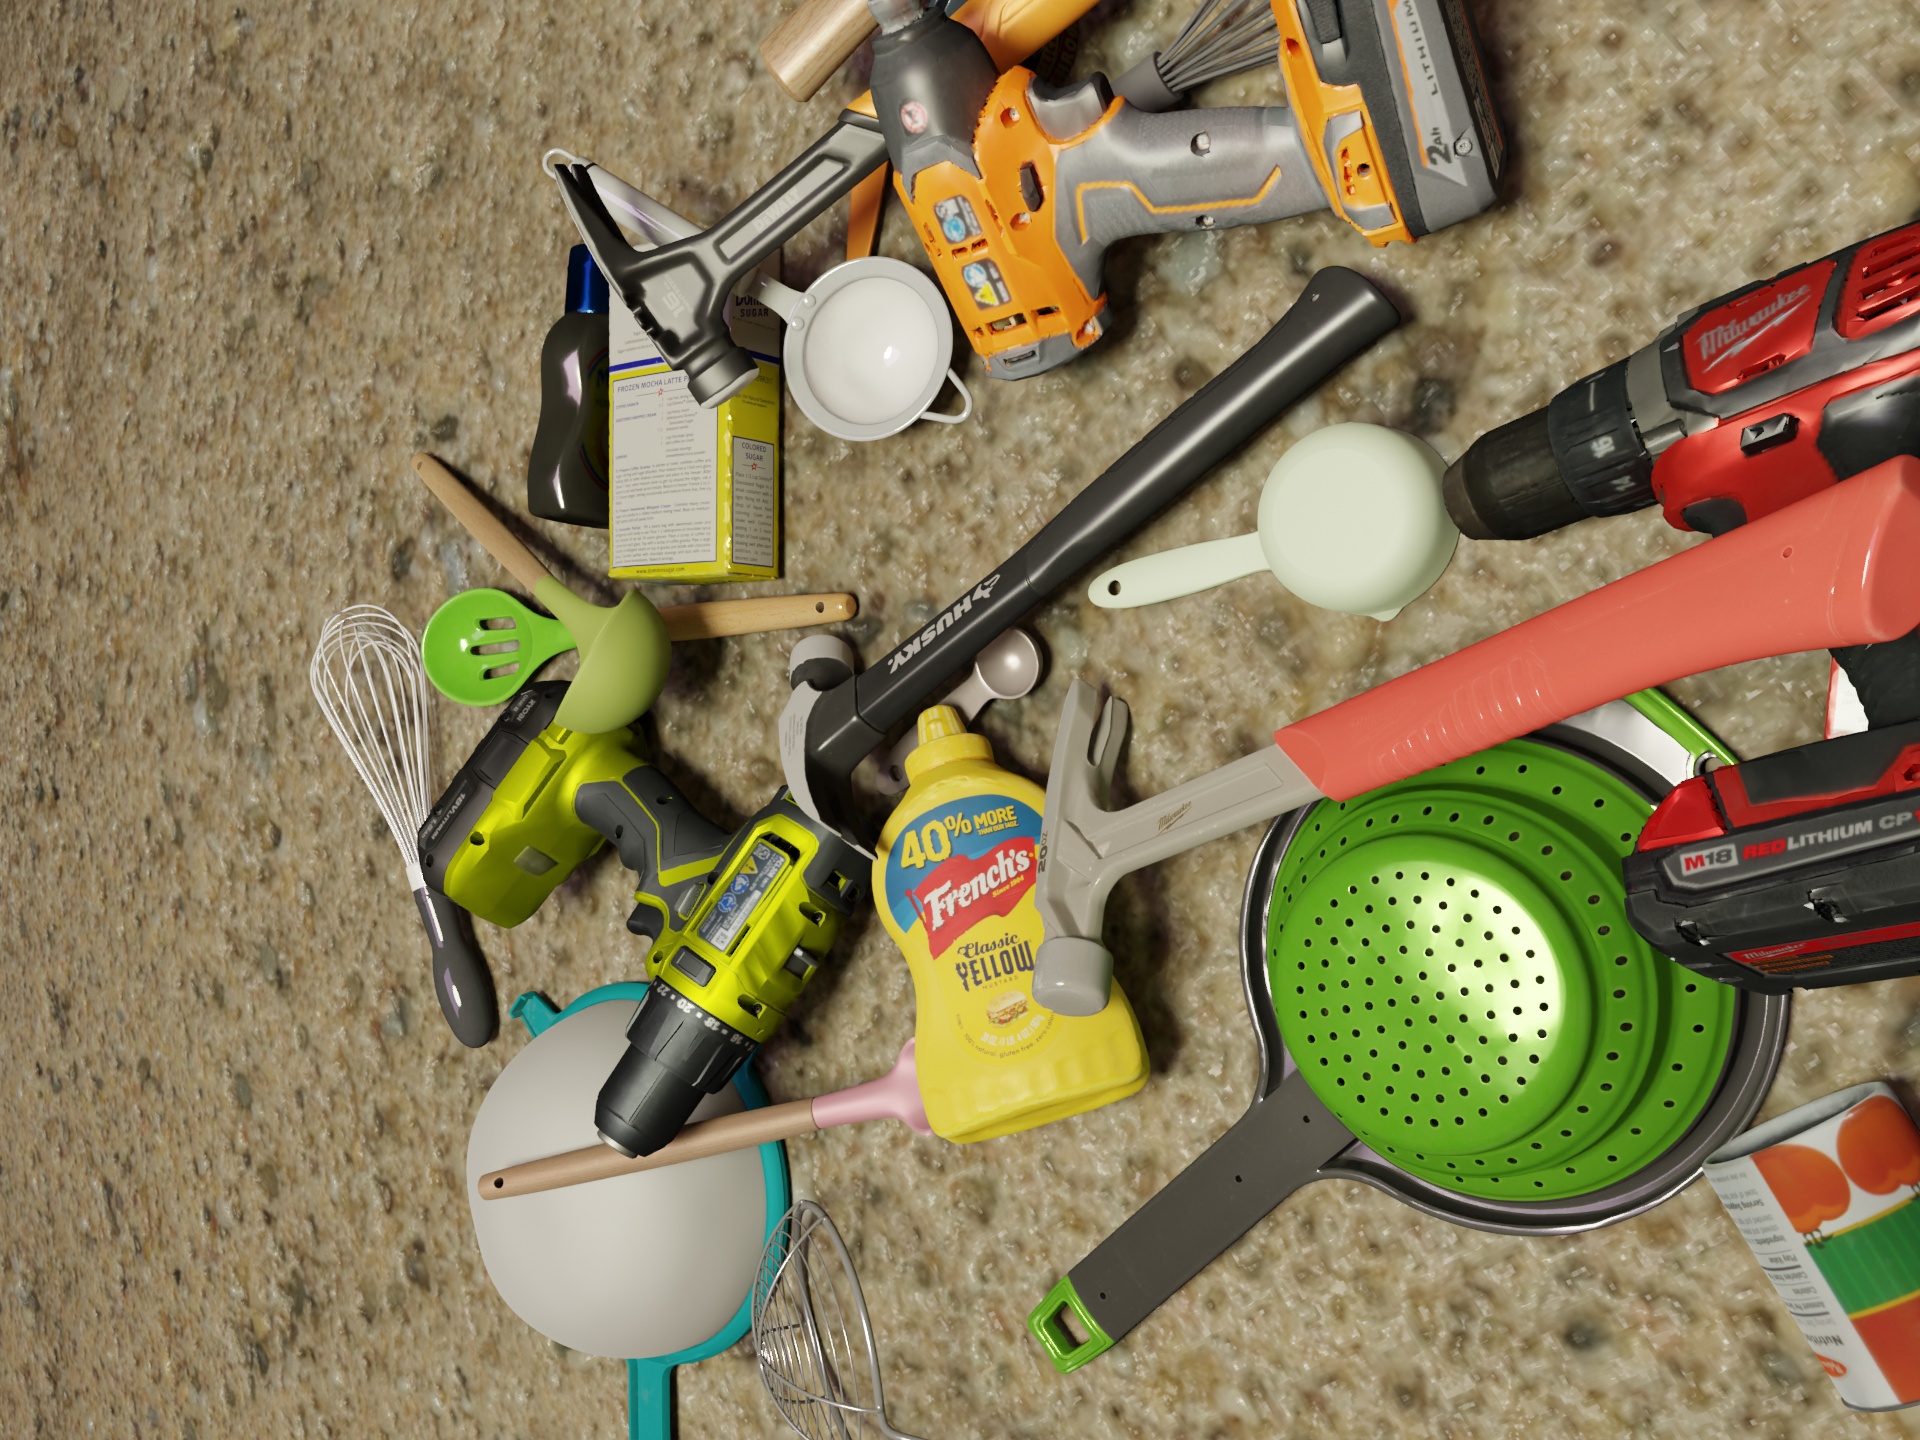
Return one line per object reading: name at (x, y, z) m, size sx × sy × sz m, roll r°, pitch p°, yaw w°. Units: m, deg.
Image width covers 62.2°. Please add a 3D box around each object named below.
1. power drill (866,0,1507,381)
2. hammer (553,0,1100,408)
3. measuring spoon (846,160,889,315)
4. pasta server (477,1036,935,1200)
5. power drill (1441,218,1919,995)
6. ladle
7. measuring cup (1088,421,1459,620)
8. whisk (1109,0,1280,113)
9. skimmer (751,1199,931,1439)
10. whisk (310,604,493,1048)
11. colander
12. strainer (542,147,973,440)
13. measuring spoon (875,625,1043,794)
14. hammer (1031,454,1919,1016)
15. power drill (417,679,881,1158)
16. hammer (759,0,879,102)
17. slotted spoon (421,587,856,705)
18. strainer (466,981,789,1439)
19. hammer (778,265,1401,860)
power drill at (0.075, -0.235, 0.609) m, size 0.226 × 0.084 × 0.164 m, roll -11°, pitch 125°, yaw 30°
hammer at (-0.019, -0.280, 0.686) m, size 0.337 × 0.034 × 0.127 m, roll -32°, pitch 99°, yaw 18°
measuring spoon at (-0.044, -0.257, 0.784) m, size 0.021 × 0.011 × 0.117 m, roll 11°, pitch 94°, yaw 34°
pasta server at (-0.096, 0.192, 0.760) m, size 0.316 × 0.040 × 0.060 m, roll -16°, pitch 67°, yaw 14°
power drill at (0.248, -0.033, 0.508) m, size 0.188 × 0.080 × 0.227 m, roll -21°, pitch 56°, yaw 43°
ladle at (-0.249, -0.088, 0.876) m, size 0.320 × 0.062 × 0.078 m, roll 39°, pitch 101°, yaw 41°
measuring cup at (0.118, -0.072, 0.653) m, size 0.167 × 0.038 × 0.083 m, roll -13°, pitch 84°, yaw 33°
whisk at (0.084, -0.271, 0.669) m, size 0.239 × 0.055 × 0.055 m, roll -24°, pitch 78°, yaw 37°
skimmer at (0.054, 0.328, 0.714) m, size 0.363 × 0.090 × 0.127 m, roll 15°, pitch 120°, yaw 24°
whisk at (-0.337, 0.064, 0.976) m, size 0.070 × 0.070 × 0.285 m, roll -23°, pitch 82°, yaw 34°
colander at (0.135, 0.150, 0.614) m, size 0.397 × 0.094 × 0.205 m, roll -50°, pitch 65°, yaw 25°
strainer at (-0.097, -0.211, 0.768) m, size 0.258 × 0.050 × 0.087 m, roll 33°, pitch 101°, yaw 9°
measuring spoon at (-0.001, -0.002, 0.759) m, size 0.124 × 0.018 × 0.034 m, roll -44°, pitch 76°, yaw 35°
hammer at (0.146, -0.004, 0.542) m, size 0.359 × 0.036 × 0.149 m, roll -30°, pitch 42°, yaw 49°
power drill at (-0.169, 0.091, 0.805) m, size 0.229 × 0.080 × 0.190 m, roll 27°, pitch 78°, yaw 34°
hammer at (0.038, -0.393, 0.678) m, size 0.331 × 0.031 × 0.130 m, roll -37°, pitch 67°, yaw 20°
slotted spoon at (-0.185, -0.049, 0.879) m, size 0.314 × 0.031 × 0.070 m, roll -3°, pitch 90°, yaw 34°
strainer at (-0.197, 0.317, 0.855) m, size 0.211 × 0.095 × 0.340 m, roll -2°, pitch 89°, yaw 35°
hammer at (0.044, -0.071, 0.681) m, size 0.334 × 0.035 × 0.146 m, roll -38°, pitch 33°, yaw 24°
